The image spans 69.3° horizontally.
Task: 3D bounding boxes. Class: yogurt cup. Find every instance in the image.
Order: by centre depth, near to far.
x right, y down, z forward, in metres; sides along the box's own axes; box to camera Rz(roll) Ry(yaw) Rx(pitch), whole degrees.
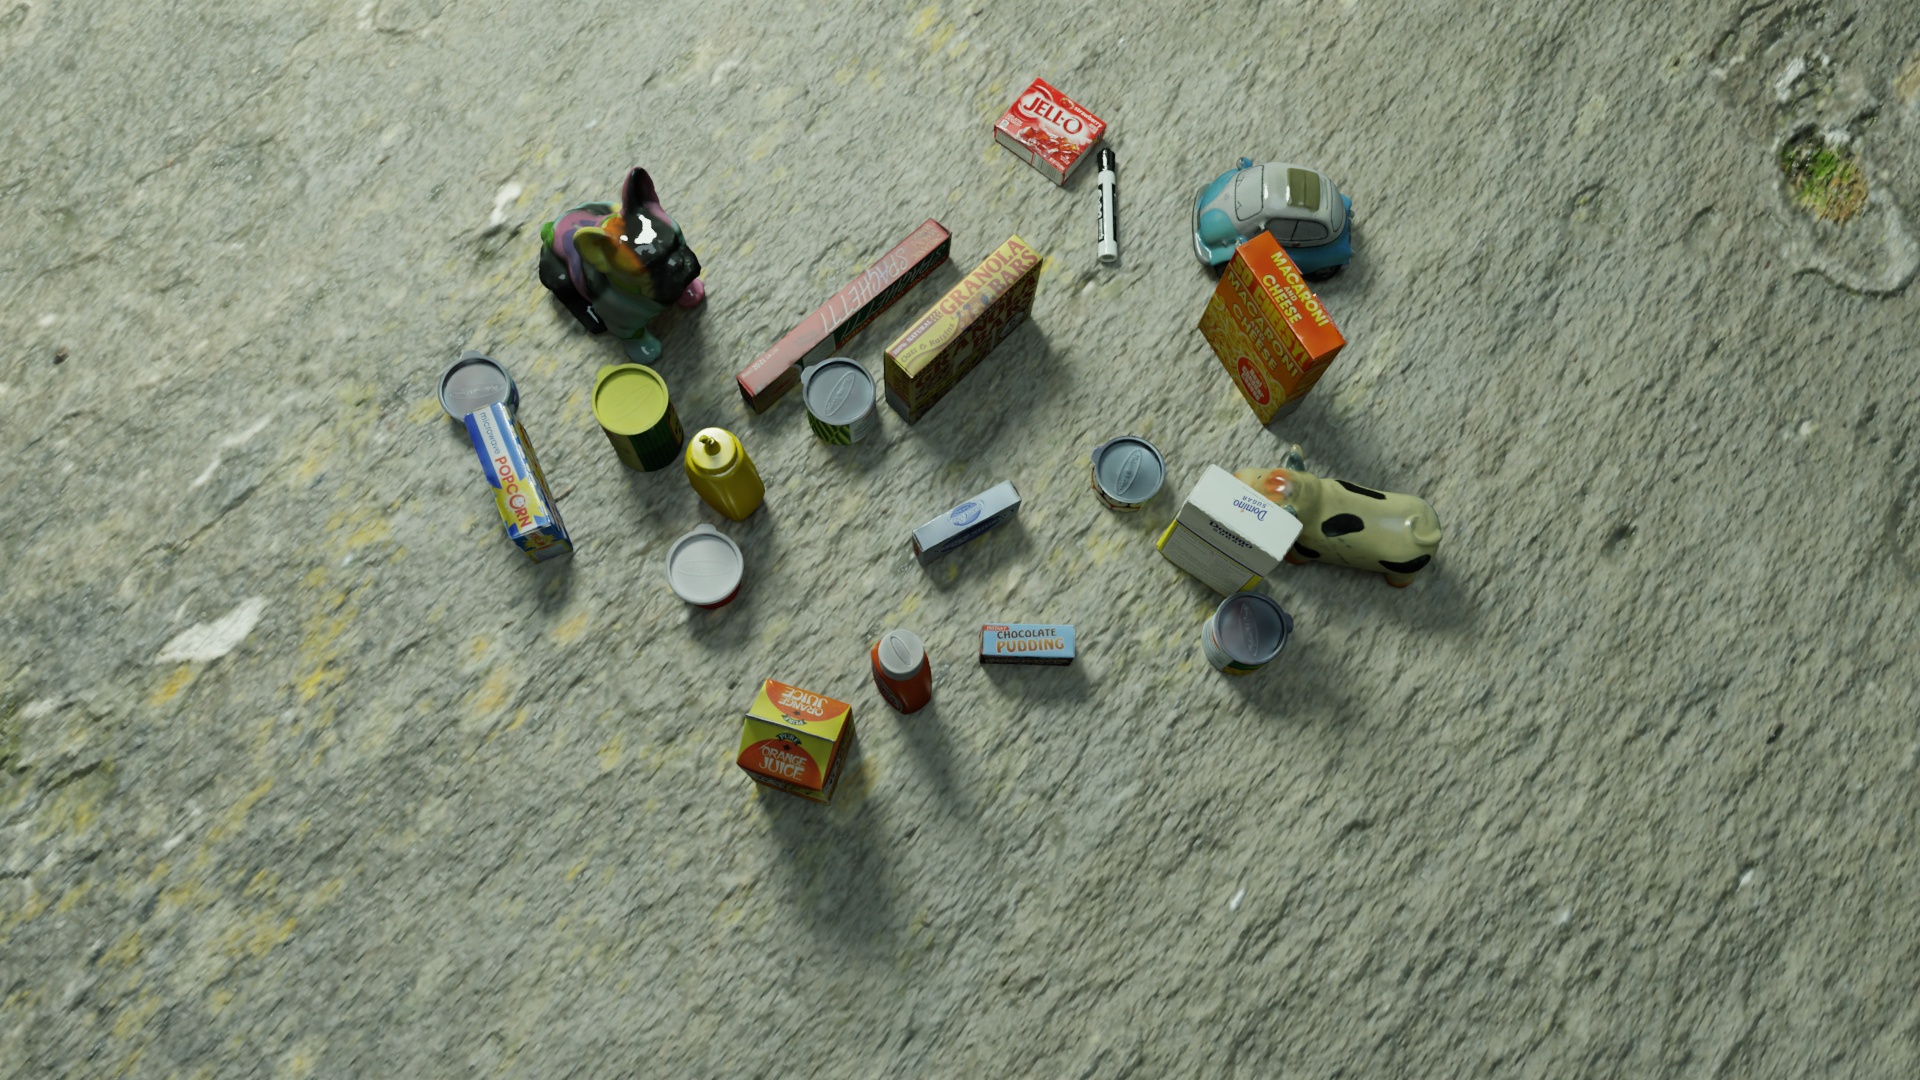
[{"bbox_3d":[-0.225,0.029,1.236,0.072,0.053,0.072,1,74,-3],"label":"yogurt cup"}]

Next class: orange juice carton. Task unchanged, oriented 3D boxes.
[{"bbox_3d":[-0.132,0.165,1.130,0.072,0.192,0.073,18,75,2],"label":"orange juice carton"}]

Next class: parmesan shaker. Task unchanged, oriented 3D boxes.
[{"bbox_3d":[-0.290,-0.111,1.247,0.071,0.103,0.071,1,74,-3],"label":"parmesan shaker"}]

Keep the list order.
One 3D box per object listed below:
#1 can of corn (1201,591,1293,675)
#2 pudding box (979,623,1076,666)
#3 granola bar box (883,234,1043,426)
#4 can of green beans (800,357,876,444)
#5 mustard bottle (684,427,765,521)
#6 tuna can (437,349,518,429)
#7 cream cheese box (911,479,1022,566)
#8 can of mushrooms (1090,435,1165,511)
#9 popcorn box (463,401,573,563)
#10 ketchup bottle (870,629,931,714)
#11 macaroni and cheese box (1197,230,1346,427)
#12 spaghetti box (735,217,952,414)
[{"bbox_3d":[0.256,0.084,1.243,0.071,0.058,0.071,1,74,-3],"label":"can of corn"},{"bbox_3d":[0.059,0.093,1.235,0.084,0.049,0.030,2,74,-2],"label":"pudding box"},{"bbox_3d":[0.000,-0.192,1.274,0.039,0.124,0.166,44,77,9],"label":"granola bar box"},{"bbox_3d":[-0.111,-0.128,1.285,0.071,0.057,0.071,1,74,-3],"label":"can of green beans"},{"bbox_3d":[-0.208,-0.063,1.208,0.065,0.159,0.049,37,76,7],"label":"mustard bottle"},{"bbox_3d":[-0.445,-0.138,1.284,0.071,0.032,0.071,1,74,-3],"label":"tuna can"},{"bbox_3d":[0.005,-0.016,1.261,0.104,0.053,0.024,-28,78,-10],"label":"cream cheese box"},{"bbox_3d":[0.153,-0.063,1.292,0.071,0.033,0.071,1,74,-3],"label":"can of mushrooms"},{"bbox_3d":[-0.392,-0.051,1.234,0.038,0.085,0.127,-23,77,-9],"label":"popcorn box"},{"bbox_3d":[-0.050,0.106,1.174,0.043,0.148,0.065,-32,78,-11],"label":"ketchup bottle"},{"bbox_3d":[0.280,-0.190,1.266,0.040,0.166,0.124,-29,78,-10],"label":"macaroni and cheese box"},{"bbox_3d":[-0.107,-0.213,1.313,0.251,0.050,0.029,-42,80,-13],"label":"spaghetti box"}]
